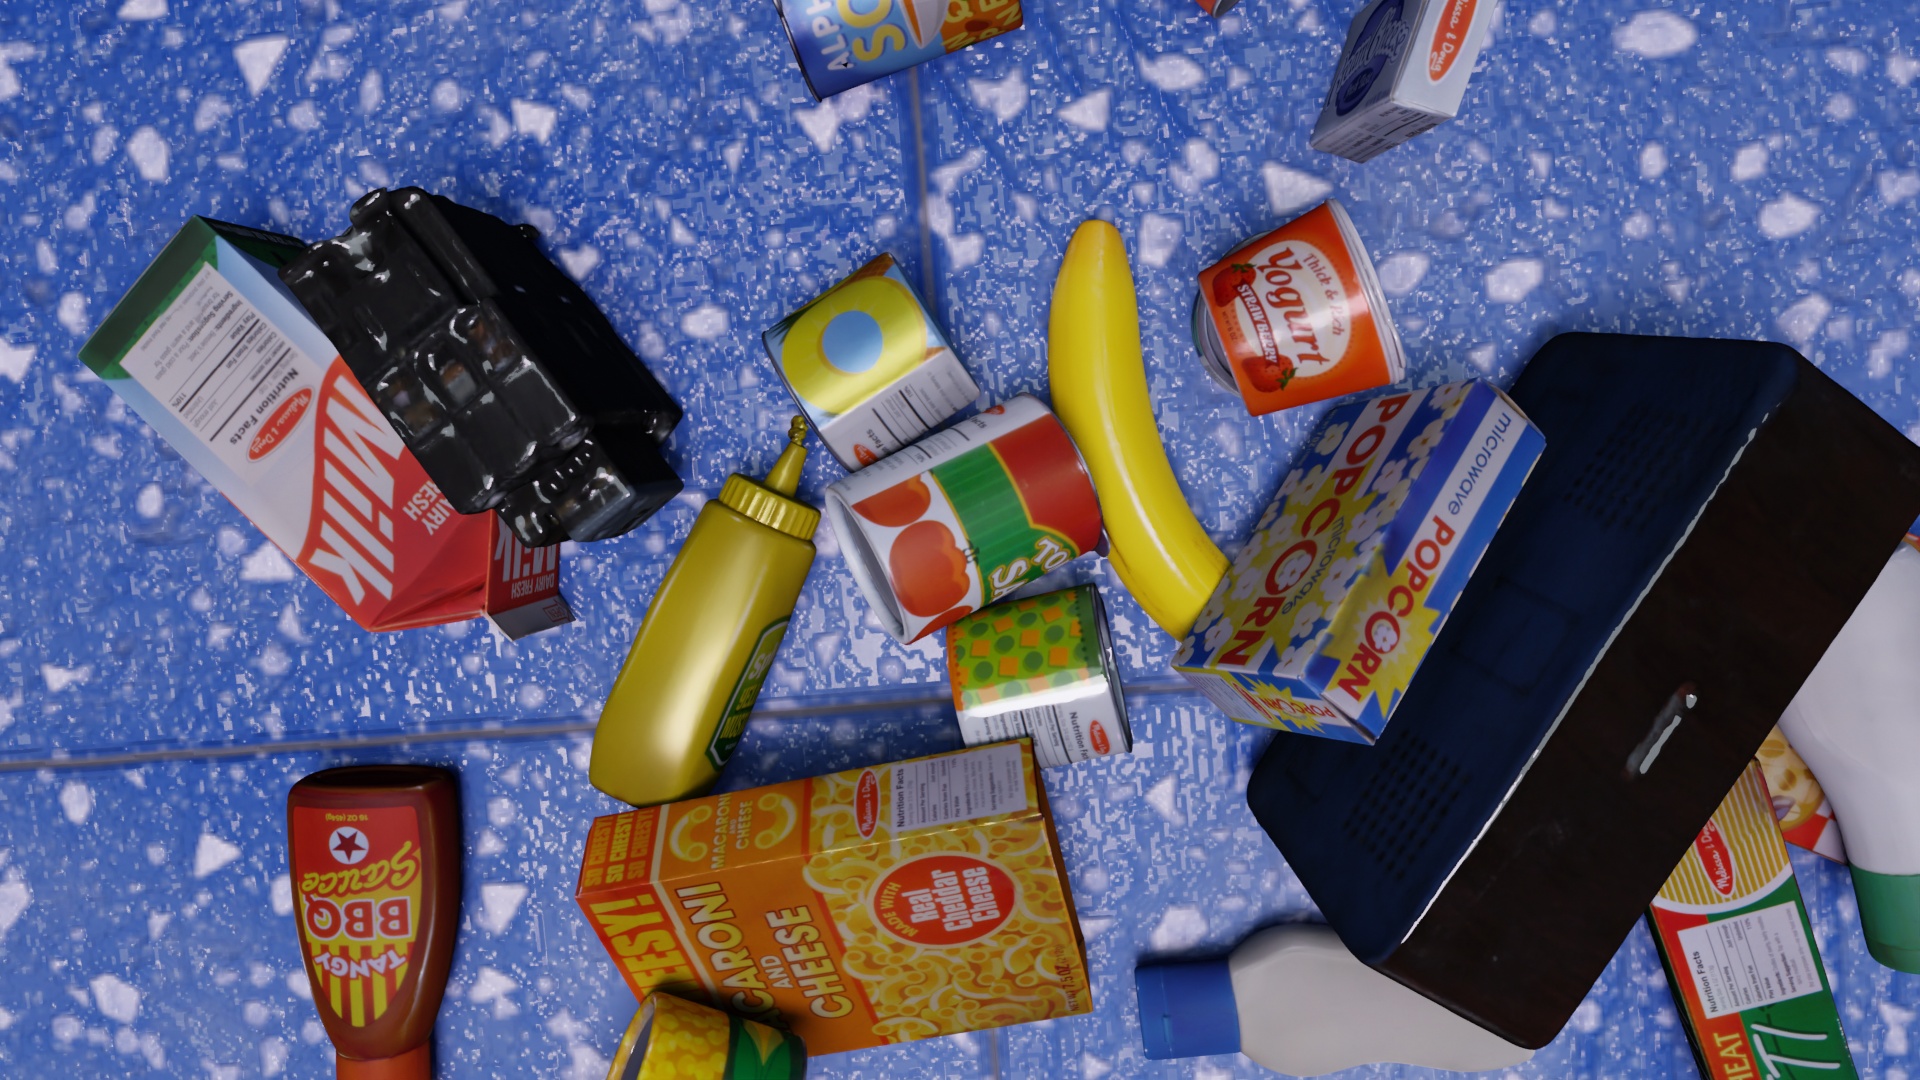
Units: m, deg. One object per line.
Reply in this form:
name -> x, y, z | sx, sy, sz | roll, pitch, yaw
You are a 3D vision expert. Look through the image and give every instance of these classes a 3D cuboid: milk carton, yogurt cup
milk carton -> -0.229, -0.031, 0.538 | 0.190, 0.072, 0.073 | 43, 96, 1
yogurt cup -> 0.117, -0.077, 0.483 | 0.054, 0.072, 0.072 | -21, 93, 14

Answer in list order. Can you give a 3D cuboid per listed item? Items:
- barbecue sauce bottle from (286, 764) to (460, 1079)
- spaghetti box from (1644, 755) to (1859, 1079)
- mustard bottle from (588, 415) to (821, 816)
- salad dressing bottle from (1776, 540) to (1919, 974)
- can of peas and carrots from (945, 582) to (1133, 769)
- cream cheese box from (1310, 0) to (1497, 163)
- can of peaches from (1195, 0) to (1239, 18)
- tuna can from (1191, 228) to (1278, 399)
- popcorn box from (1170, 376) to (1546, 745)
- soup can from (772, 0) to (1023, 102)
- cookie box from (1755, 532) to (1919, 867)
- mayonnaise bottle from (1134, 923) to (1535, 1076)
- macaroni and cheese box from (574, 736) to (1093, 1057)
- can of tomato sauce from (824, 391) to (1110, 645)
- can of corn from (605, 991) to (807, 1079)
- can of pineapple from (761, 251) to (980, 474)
barbecue sauce bottle -> -0.237, 0.168, 0.567 | 0.065, 0.044, 0.148 | 0, 95, 3
spaghetti box -> 0.301, 0.188, 0.519 | 0.050, 0.029, 0.249 | -20, 102, 15
mustard bottle -> -0.091, 0.026, 0.538 | 0.049, 0.065, 0.160 | 24, 92, 6
salad dressing bottle -> 0.322, 0.075, 0.484 | 0.064, 0.044, 0.147 | -15, 94, 5
can of peas and carrots -> 0.030, 0.052, 0.531 | 0.059, 0.071, 0.071 | -13, 94, 8
cream cheese box -> 0.154, -0.167, 0.487 | 0.024, 0.104, 0.053 | 19, 97, -2
can of peaches -> 0.094, -0.234, 0.503 | 0.058, 0.071, 0.071 | 45, 96, 0
tuna can -> 0.123, -0.087, 0.530 | 0.071, 0.033, 0.071 | 0, 94, 4
popcorn box -> 0.138, 0.006, 0.490 | 0.038, 0.085, 0.127 | 39, 75, -16
soup can -> -0.026, -0.208, 0.512 | 0.084, 0.071, 0.071 | -19, 93, 5
cookie box -> 0.340, 0.059, 0.524 | 0.167, 0.040, 0.122 | 22, 95, 2
mayonnaise bottle -> 0.144, 0.178, 0.546 | 0.148, 0.041, 0.064 | -7, 93, 5
macaroni and cheese box -> -0.042, 0.143, 0.527 | 0.166, 0.040, 0.123 | -11, 128, 5
can of tomato sauce -> 0.002, -0.006, 0.515 | 0.083, 0.071, 0.071 | -27, 93, -14
can of corn -> -0.095, 0.202, 0.501 | 0.058, 0.071, 0.071 | 24, 96, -14
can of pineapple -> -0.034, -0.068, 0.526 | 0.058, 0.071, 0.071 | -33, 92, 5
